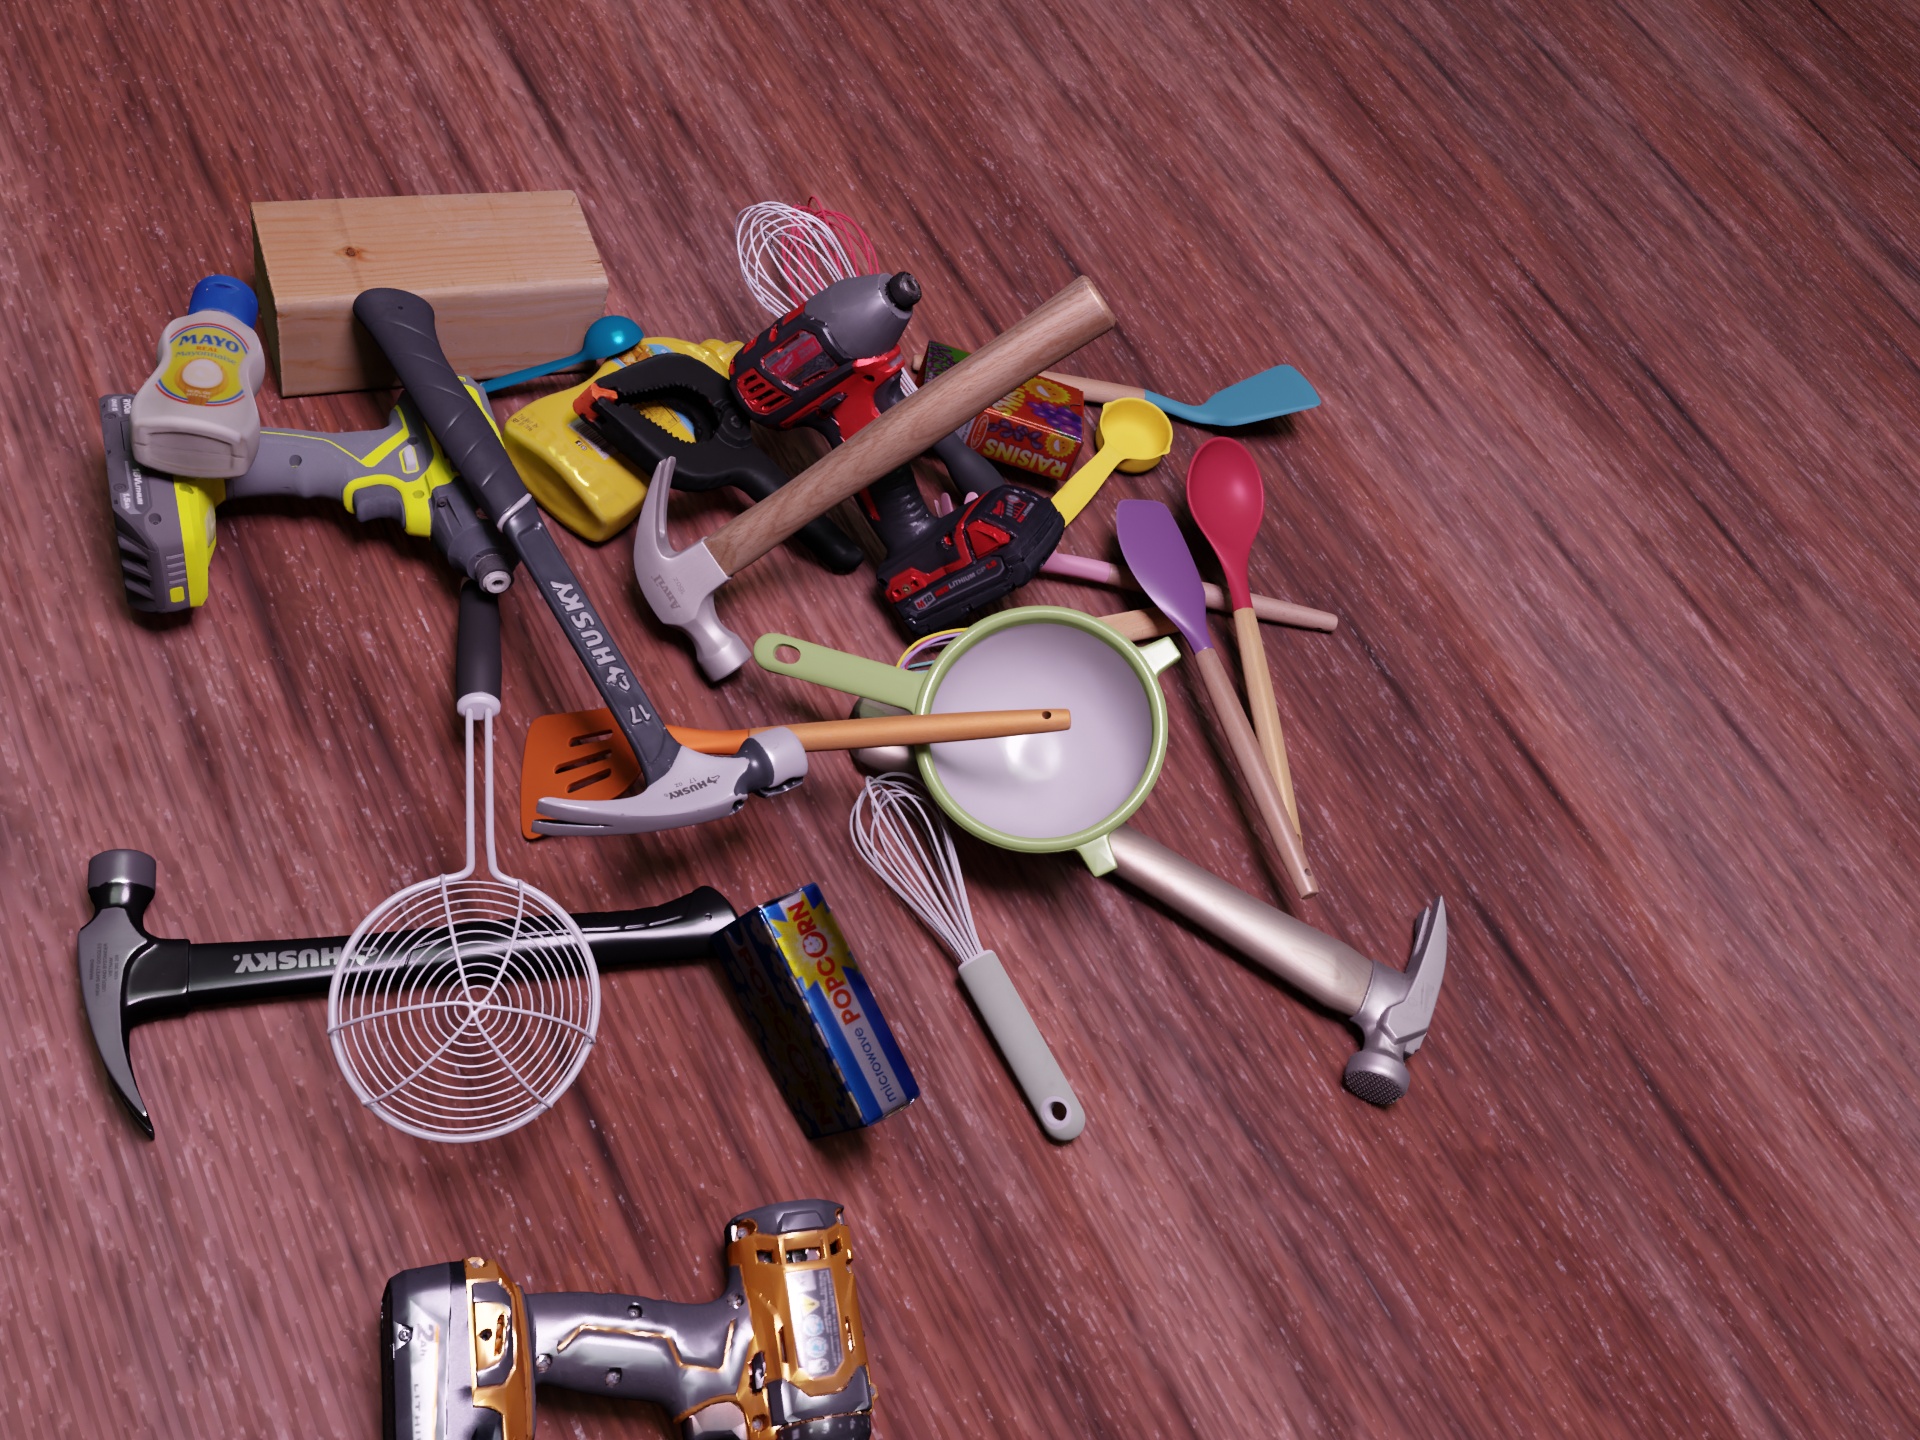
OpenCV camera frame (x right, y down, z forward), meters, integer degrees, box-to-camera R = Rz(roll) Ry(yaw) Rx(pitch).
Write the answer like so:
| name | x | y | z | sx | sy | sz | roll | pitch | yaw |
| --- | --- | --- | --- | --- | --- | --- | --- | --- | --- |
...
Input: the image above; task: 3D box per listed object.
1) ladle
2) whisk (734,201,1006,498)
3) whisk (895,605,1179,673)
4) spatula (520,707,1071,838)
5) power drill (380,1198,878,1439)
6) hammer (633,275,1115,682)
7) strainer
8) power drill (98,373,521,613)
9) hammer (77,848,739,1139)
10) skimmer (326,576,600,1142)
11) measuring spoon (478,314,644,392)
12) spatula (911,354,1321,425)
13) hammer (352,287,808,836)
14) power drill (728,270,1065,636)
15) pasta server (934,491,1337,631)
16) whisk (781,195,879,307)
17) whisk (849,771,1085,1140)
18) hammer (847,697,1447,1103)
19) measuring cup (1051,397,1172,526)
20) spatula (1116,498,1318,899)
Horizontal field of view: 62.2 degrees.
| name | x | y | z | sx | sy | sz | roll | pitch | yaw |
| --- | --- | --- | --- | --- | --- | --- | --- | --- | --- |
| ladle | 0.204 | -0.053 | 1.112 | 0.069 | 0.031 | 0.316 | 2 | 68 | -26 |
| whisk | -0.052 | -0.236 | 1.082 | 0.284 | 0.070 | 0.070 | 46 | 48 | -28 |
| whisk | 0.058 | -0.049 | 1.081 | 0.245 | 0.051 | 0.047 | -13 | 88 | -31 |
| spatula | -0.097 | 0.015 | 0.924 | 0.322 | 0.041 | 0.081 | -4 | 60 | -3 |
| power drill | -0.146 | 0.329 | 0.739 | 0.226 | 0.084 | 0.186 | 1 | 60 | -24 |
| hammer | -0.056 | -0.162 | 0.959 | 0.130 | 0.331 | 0.031 | 55 | 12 | -10 |
| strainer | -0.002 | -0.003 | 0.973 | 0.256 | 0.069 | 0.151 | 16 | 77 | 9 |
| power drill | -0.378 | -0.133 | 0.944 | 0.223 | 0.080 | 0.171 | -8 | 52 | -26 |
| hammer | -0.280 | 0.129 | 0.845 | 0.334 | 0.035 | 0.146 | -2 | 59 | -21 |
| skimmer | -0.267 | 0.053 | 0.867 | 0.127 | 0.090 | 0.364 | 6 | 38 | -21 |
| measuring spoon | -0.275 | -0.245 | 1.061 | 0.128 | 0.021 | 0.042 | -18 | 29 | 2 |
| spatula | 0.119 | -0.264 | 1.234 | 0.317 | 0.044 | 0.082 | 5 | 34 | -14 |
| hammer | -0.251 | -0.102 | 0.907 | 0.149 | 0.036 | 0.409 | -20 | 64 | -35 |
| power drill | -0.036 | -0.176 | 1.018 | 0.219 | 0.143 | 0.079 | 54 | 36 | -15 |
| pasta server | 0.131 | -0.108 | 1.141 | 0.316 | 0.060 | 0.040 | 11 | 82 | -16 |
| whisk | -0.073 | -0.260 | 1.156 | 0.073 | 0.073 | 0.296 | -7 | 67 | -23 |
| whisk | 0.005 | 0.136 | 0.939 | 0.058 | 0.059 | 0.246 | -32 | 74 | 6 |
| hammer | 0.117 | 0.083 | 1.013 | 0.410 | 0.038 | 0.146 | 29 | 55 | 1 |
| measuring cup | 0.101 | -0.181 | 1.192 | 0.062 | 0.029 | 0.156 | 38 | 66 | 8 |
| spatula | 0.171 | -0.023 | 1.066 | 0.059 | 0.018 | 0.316 | -3 | 59 | -31 |
